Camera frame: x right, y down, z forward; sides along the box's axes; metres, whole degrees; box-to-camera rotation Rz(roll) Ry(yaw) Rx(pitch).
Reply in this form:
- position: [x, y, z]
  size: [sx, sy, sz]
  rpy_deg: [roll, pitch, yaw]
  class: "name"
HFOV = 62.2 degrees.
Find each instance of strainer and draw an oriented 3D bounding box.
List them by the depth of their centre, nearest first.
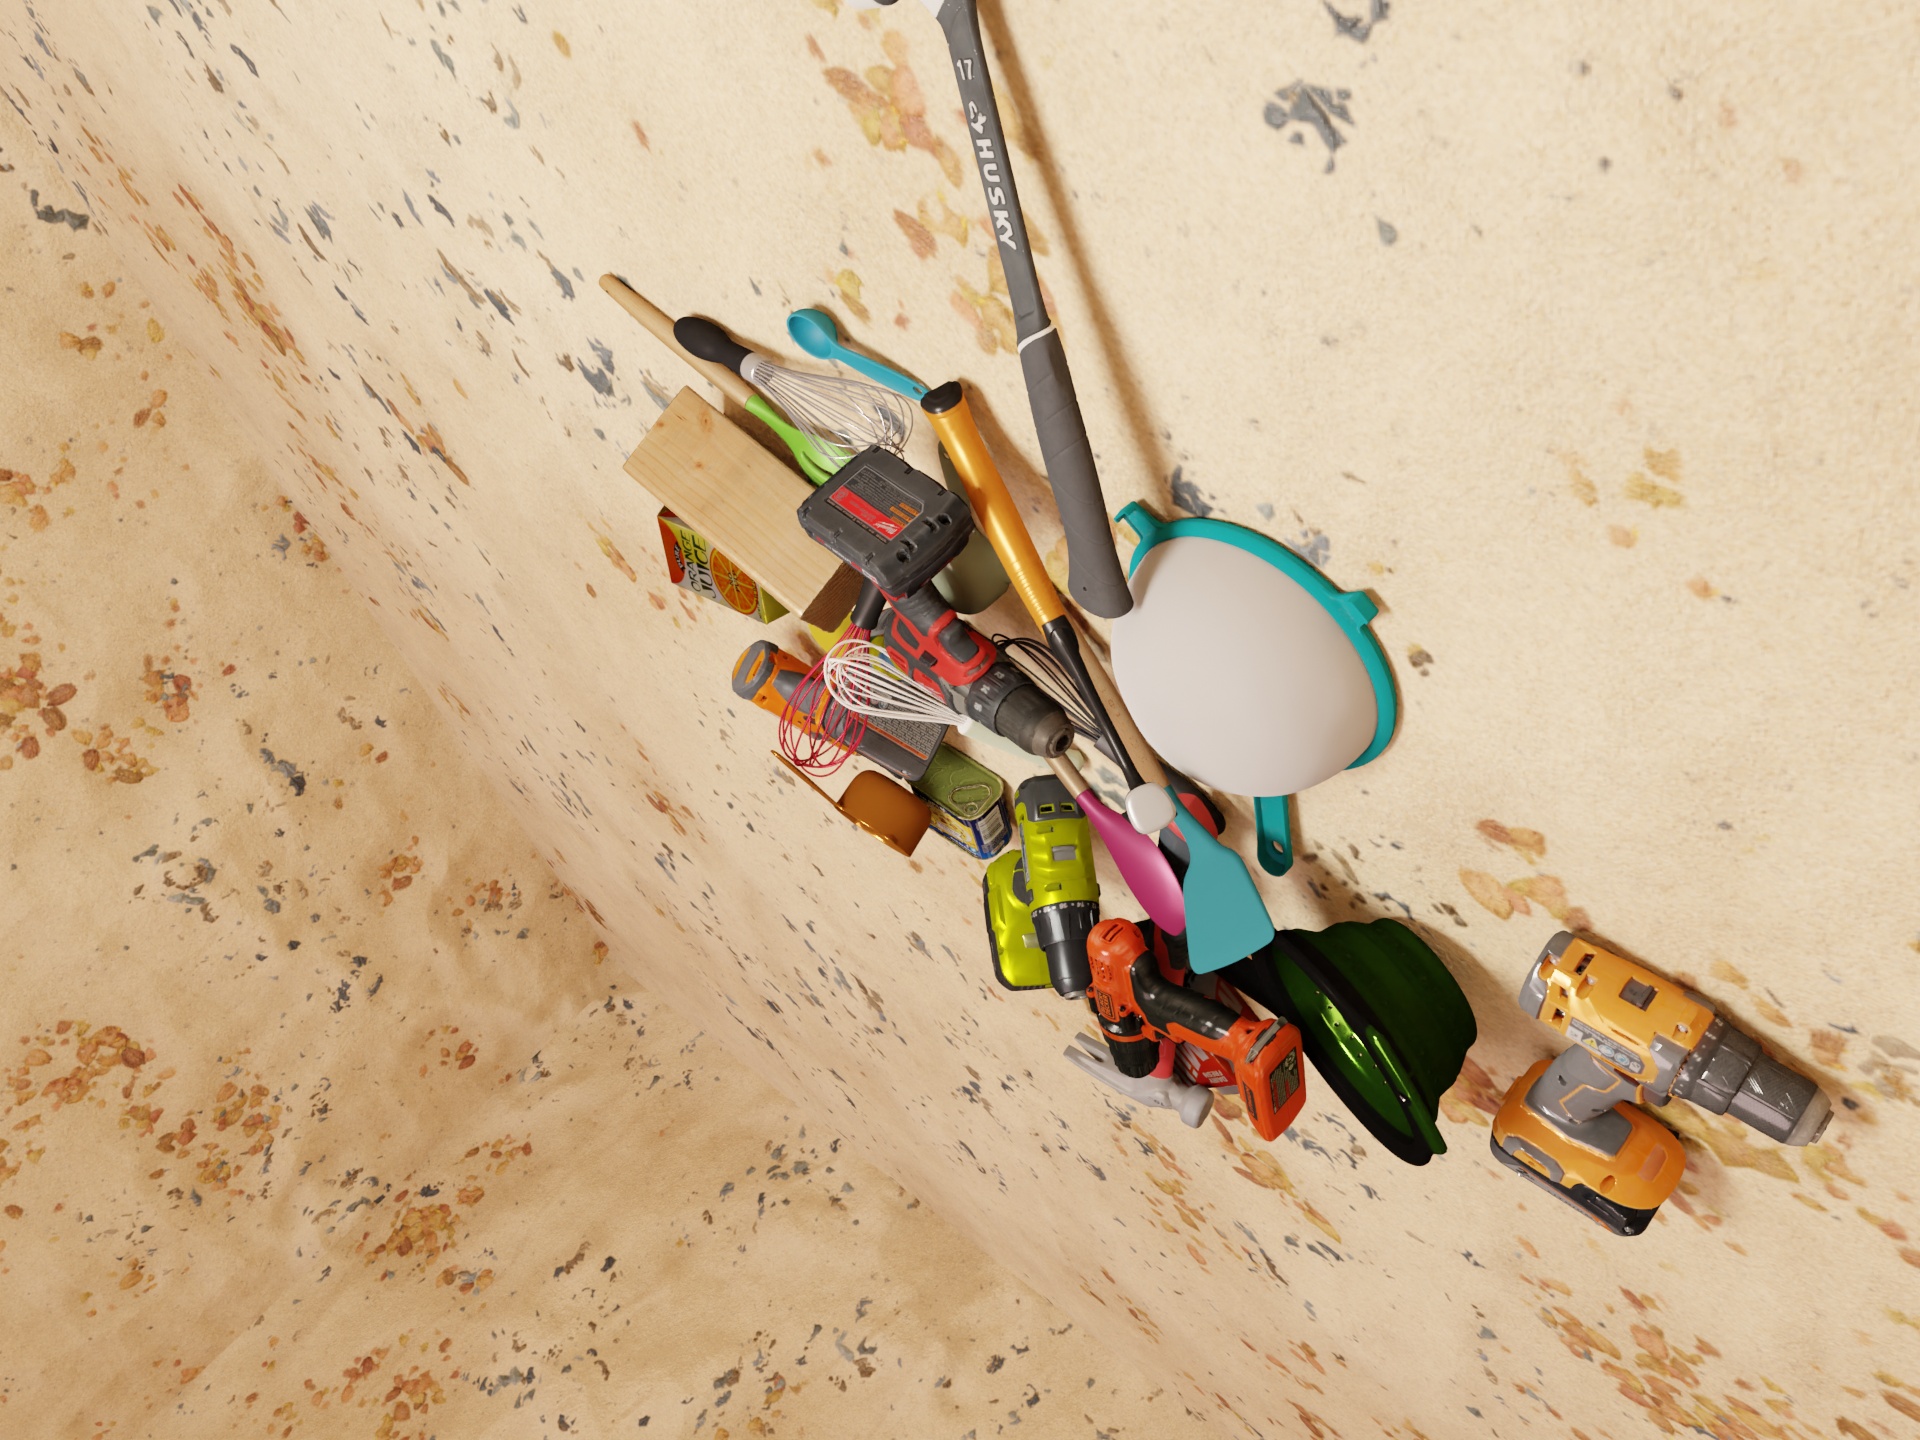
- position: [0.183, 0.021, 1.085]
  size: [0.211, 0.095, 0.340]
  rpy_deg: [28, 150, 35]
  class: "strainer"

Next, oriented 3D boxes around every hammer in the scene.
- position: [0.043, -0.236, 0.908]
  size: [0.149, 0.036, 0.408]
  rpy_deg: [18, 136, 44]
  class: "hammer"
- position: [0.060, -0.078, 1.096]
  size: [0.337, 0.034, 0.127]
  rpy_deg: [64, -177, 2]
  class: "hammer"
- position: [0.159, 0.200, 1.343]
  size: [0.143, 0.038, 0.385]
  rpy_deg: [24, 139, 25]
  class: "hammer"

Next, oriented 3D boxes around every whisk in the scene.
- position: [-0.136, -0.260, 1.224]
  size: [0.285, 0.070, 0.070]
  rpy_deg: [35, 155, 36]
  class: "whisk"
- position: [0.115, 0.011, 1.256]
  size: [0.239, 0.055, 0.055]
  rpy_deg: [39, 157, 5]
  class: "whisk"
- position: [-0.002, -0.004, 1.308]
  size: [0.246, 0.059, 0.058]
  rpy_deg: [22, 160, -23]
  class: "whisk"
- position: [-0.087, -0.067, 1.313]
  size: [0.073, 0.073, 0.295]
  rpy_deg: [38, 126, 18]
  class: "whisk"

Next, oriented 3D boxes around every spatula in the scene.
- position: [0.131, 0.031, 1.174]
  size: [0.082, 0.044, 0.317]
  rpy_deg: [-35, 83, 42]
  class: "spatula"

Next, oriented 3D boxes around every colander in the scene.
- position: [0.289, 0.203, 1.239]
  size: [0.204, 0.094, 0.397]
  rpy_deg: [59, 173, -12]
  class: "colander"

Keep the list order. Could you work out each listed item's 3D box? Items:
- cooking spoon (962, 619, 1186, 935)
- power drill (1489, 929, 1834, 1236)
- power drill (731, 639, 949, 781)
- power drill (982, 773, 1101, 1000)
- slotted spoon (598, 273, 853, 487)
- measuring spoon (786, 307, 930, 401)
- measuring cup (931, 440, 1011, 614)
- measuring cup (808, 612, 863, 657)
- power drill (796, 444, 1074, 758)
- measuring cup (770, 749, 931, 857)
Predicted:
- position: [0.084, 0.040, 1.279]
  size: [0.319, 0.017, 0.068]
  rpy_deg: [55, 150, 21]
  class: "cooking spoon"
- position: [0.449, 0.252, 1.042]
  size: [0.185, 0.084, 0.226]
  rpy_deg: [30, 148, 29]
  class: "power drill"
- position: [-0.106, -0.008, 1.531]
  size: [0.164, 0.084, 0.227]
  rpy_deg: [32, 171, -33]
  class: "power drill"
- position: [0.078, 0.172, 1.436]
  size: [0.228, 0.080, 0.191]
  rpy_deg: [107, 157, -68]
  class: "power drill"
- position: [-0.191, -0.277, 1.318]
  size: [0.314, 0.031, 0.070]
  rpy_deg: [41, 161, 15]
  class: "slotted spoon"
- position: [-0.068, -0.265, 1.150]
  size: [0.129, 0.021, 0.042]
  rpy_deg: [30, 158, 13]
  class: "measuring spoon"
- position: [-0.009, -0.143, 1.209]
  size: [0.083, 0.038, 0.167]
  rpy_deg: [32, 156, 29]
  class: "measuring cup"
- position: [-0.155, -0.120, 1.508]
  size: [0.156, 0.029, 0.062]
  rpy_deg: [44, 157, 0]
  class: "measuring cup"
- position: [-0.009, -0.074, 1.151]
  size: [0.188, 0.080, 0.226]
  rpy_deg: [38, 165, 37]
  class: "power drill"
- position: [-0.100, 0.061, 1.494]
  size: [0.173, 0.052, 0.095]
  rpy_deg: [40, 169, -24]
  class: "measuring cup"
